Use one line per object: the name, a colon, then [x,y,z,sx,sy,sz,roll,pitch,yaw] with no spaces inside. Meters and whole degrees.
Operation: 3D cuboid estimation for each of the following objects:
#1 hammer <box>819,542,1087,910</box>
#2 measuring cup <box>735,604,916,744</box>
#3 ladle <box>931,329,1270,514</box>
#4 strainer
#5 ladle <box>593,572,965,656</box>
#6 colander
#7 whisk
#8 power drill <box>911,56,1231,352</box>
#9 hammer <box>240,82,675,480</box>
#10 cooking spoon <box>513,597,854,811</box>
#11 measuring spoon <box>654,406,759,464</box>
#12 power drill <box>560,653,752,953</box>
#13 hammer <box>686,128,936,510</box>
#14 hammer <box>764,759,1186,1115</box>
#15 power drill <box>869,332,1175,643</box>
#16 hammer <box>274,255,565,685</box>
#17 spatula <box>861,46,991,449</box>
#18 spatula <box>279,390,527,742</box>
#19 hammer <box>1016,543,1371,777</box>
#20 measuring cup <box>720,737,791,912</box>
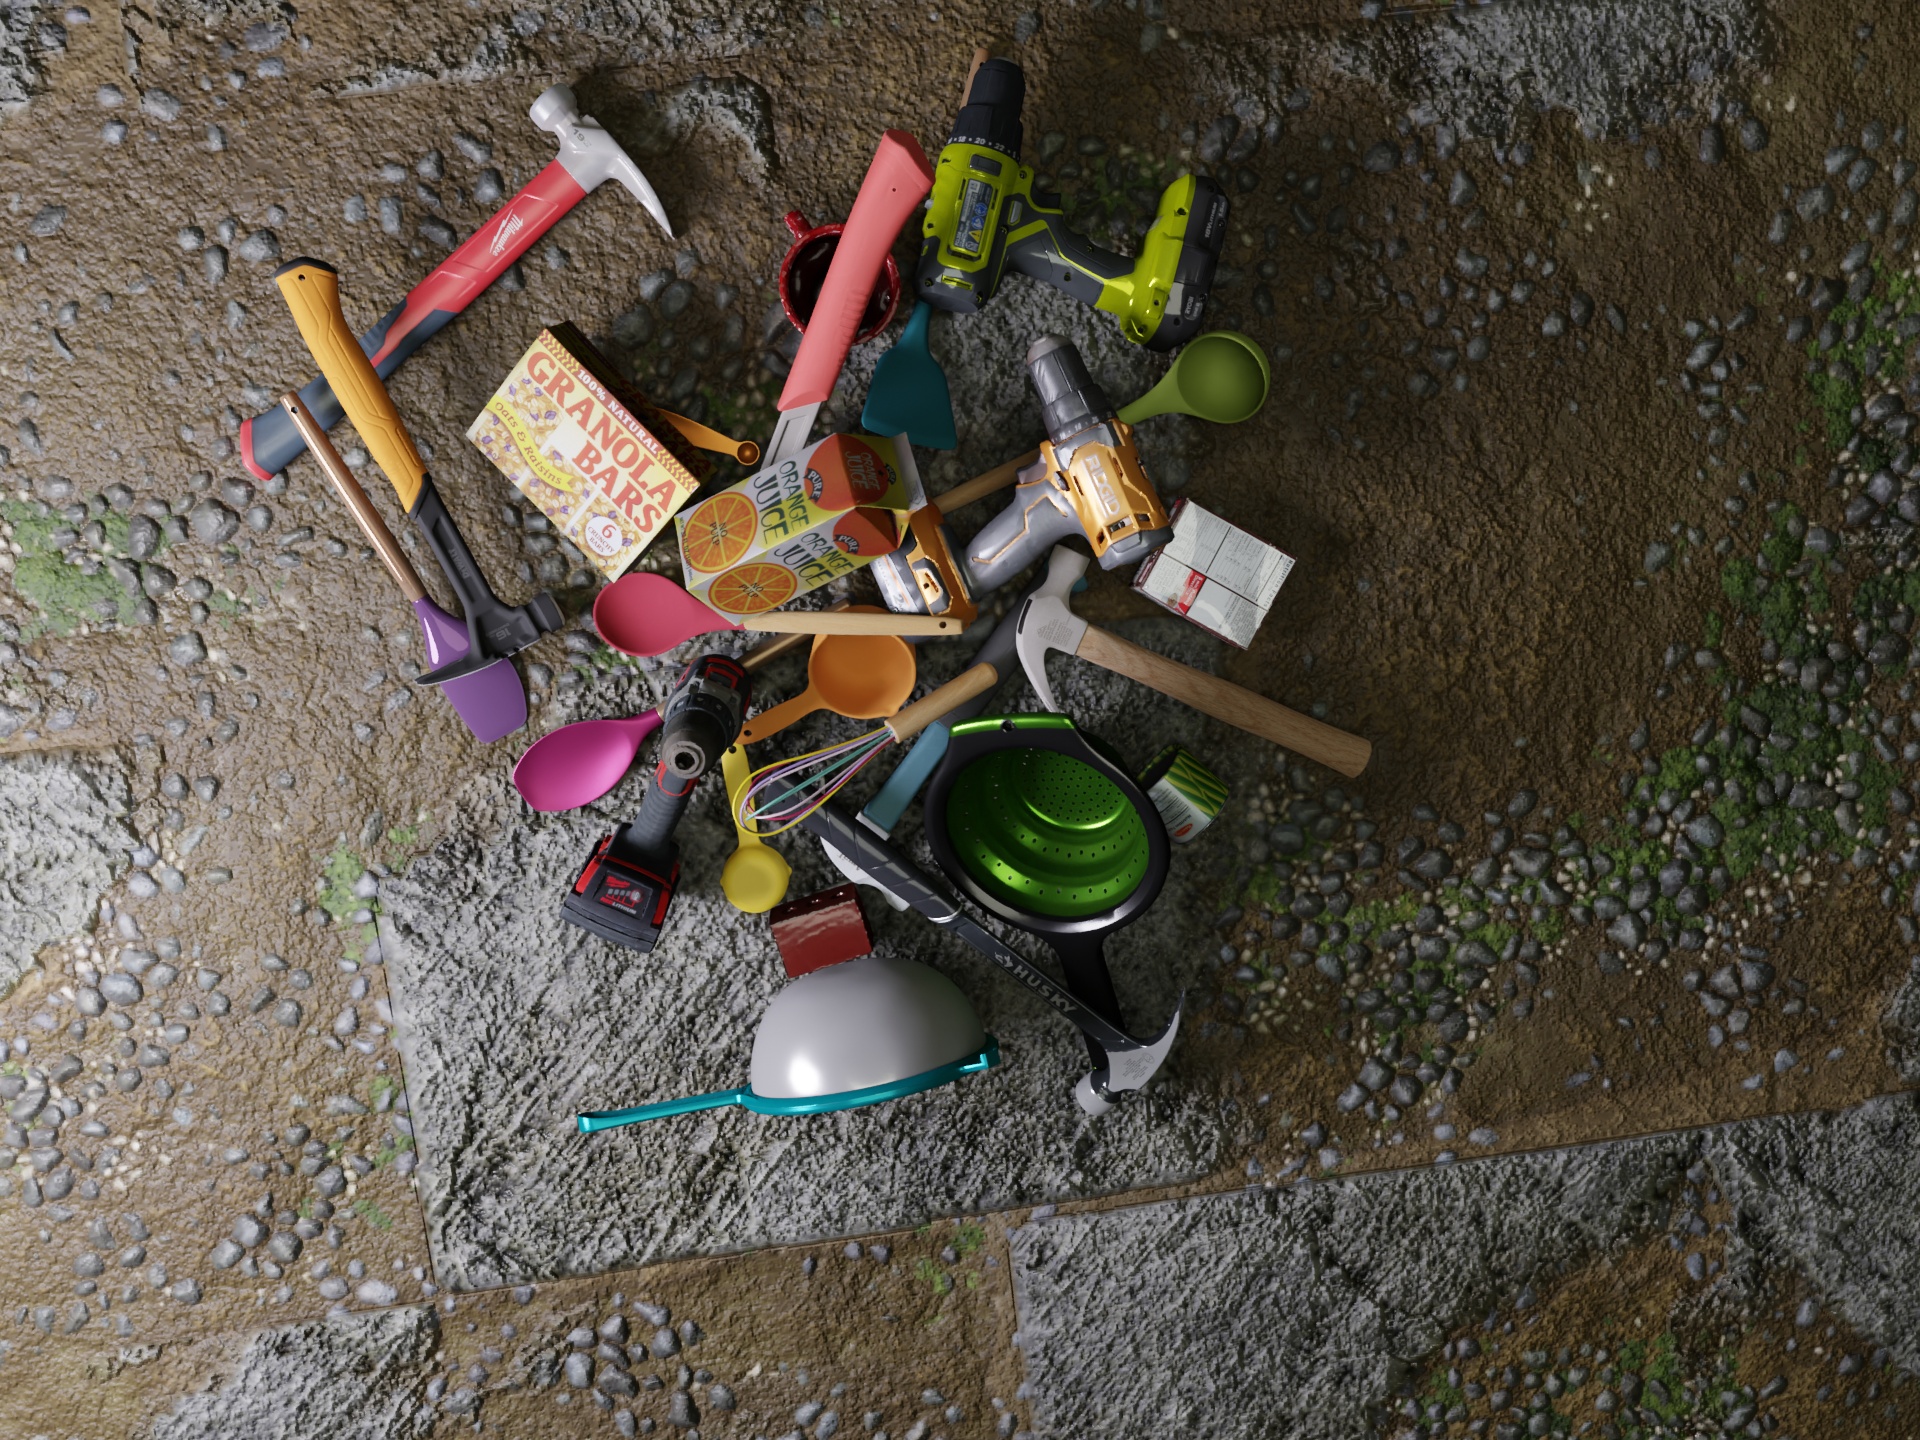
hammer: [-0.002,-0.004,1.340,0.128,0.033,0.331,36,94,-10]
measuring cup: [-0.115,-0.033,1.319,0.173,0.052,0.095,-28,117,17]
ladle: [0.102,-0.229,1.302,0.320,0.062,0.078,-25,112,2]
strainer: [-0.142,0.256,1.282,0.340,0.211,0.095,-10,89,-7]
ladle: [-0.147,-0.080,1.266,0.315,0.031,0.069,3,90,18]
colander: [0.101,0.142,1.345,0.204,0.094,0.396,-4,120,24]
whisk: [-0.075,0.017,1.275,0.245,0.051,0.047,-31,77,-15]
power drill: [0.088,-0.398,1.250,0.228,0.080,0.190,14,92,-12]
hammer: [-0.406,-0.316,1.256,0.386,0.038,0.143,-42,101,2]
cooking spoon: [-0.228,-0.018,1.326,0.319,0.017,0.068,-30,109,1]
measuring spoon: [-0.220,-0.235,1.299,0.117,0.011,0.021,19,97,-4]
power drill: [-0.233,0.067,1.247,0.080,0.188,0.226,24,107,-9]
hammer: [-0.115,-0.277,1.207,0.149,0.037,0.359,22,124,-8]
hammer: [0.006,0.168,1.315,0.409,0.036,0.149,38,124,-5]
power drill: [0.032,-0.178,1.245,0.226,0.084,0.185,-24,90,19]
hammer: [-0.441,-0.194,1.237,0.127,0.034,0.336,-30,108,-17]
spatula: [-0.013,-0.379,1.275,0.082,0.044,0.317,11,96,-20]
spatula: [-0.446,-0.122,1.275,0.060,0.018,0.315,-30,109,-2]
hammer: [0.199,-0.024,1.336,0.331,0.031,0.130,23,96,-14]
measuring cup: [-0.182,0.088,1.340,0.062,0.029,0.156,-10,101,-3]
